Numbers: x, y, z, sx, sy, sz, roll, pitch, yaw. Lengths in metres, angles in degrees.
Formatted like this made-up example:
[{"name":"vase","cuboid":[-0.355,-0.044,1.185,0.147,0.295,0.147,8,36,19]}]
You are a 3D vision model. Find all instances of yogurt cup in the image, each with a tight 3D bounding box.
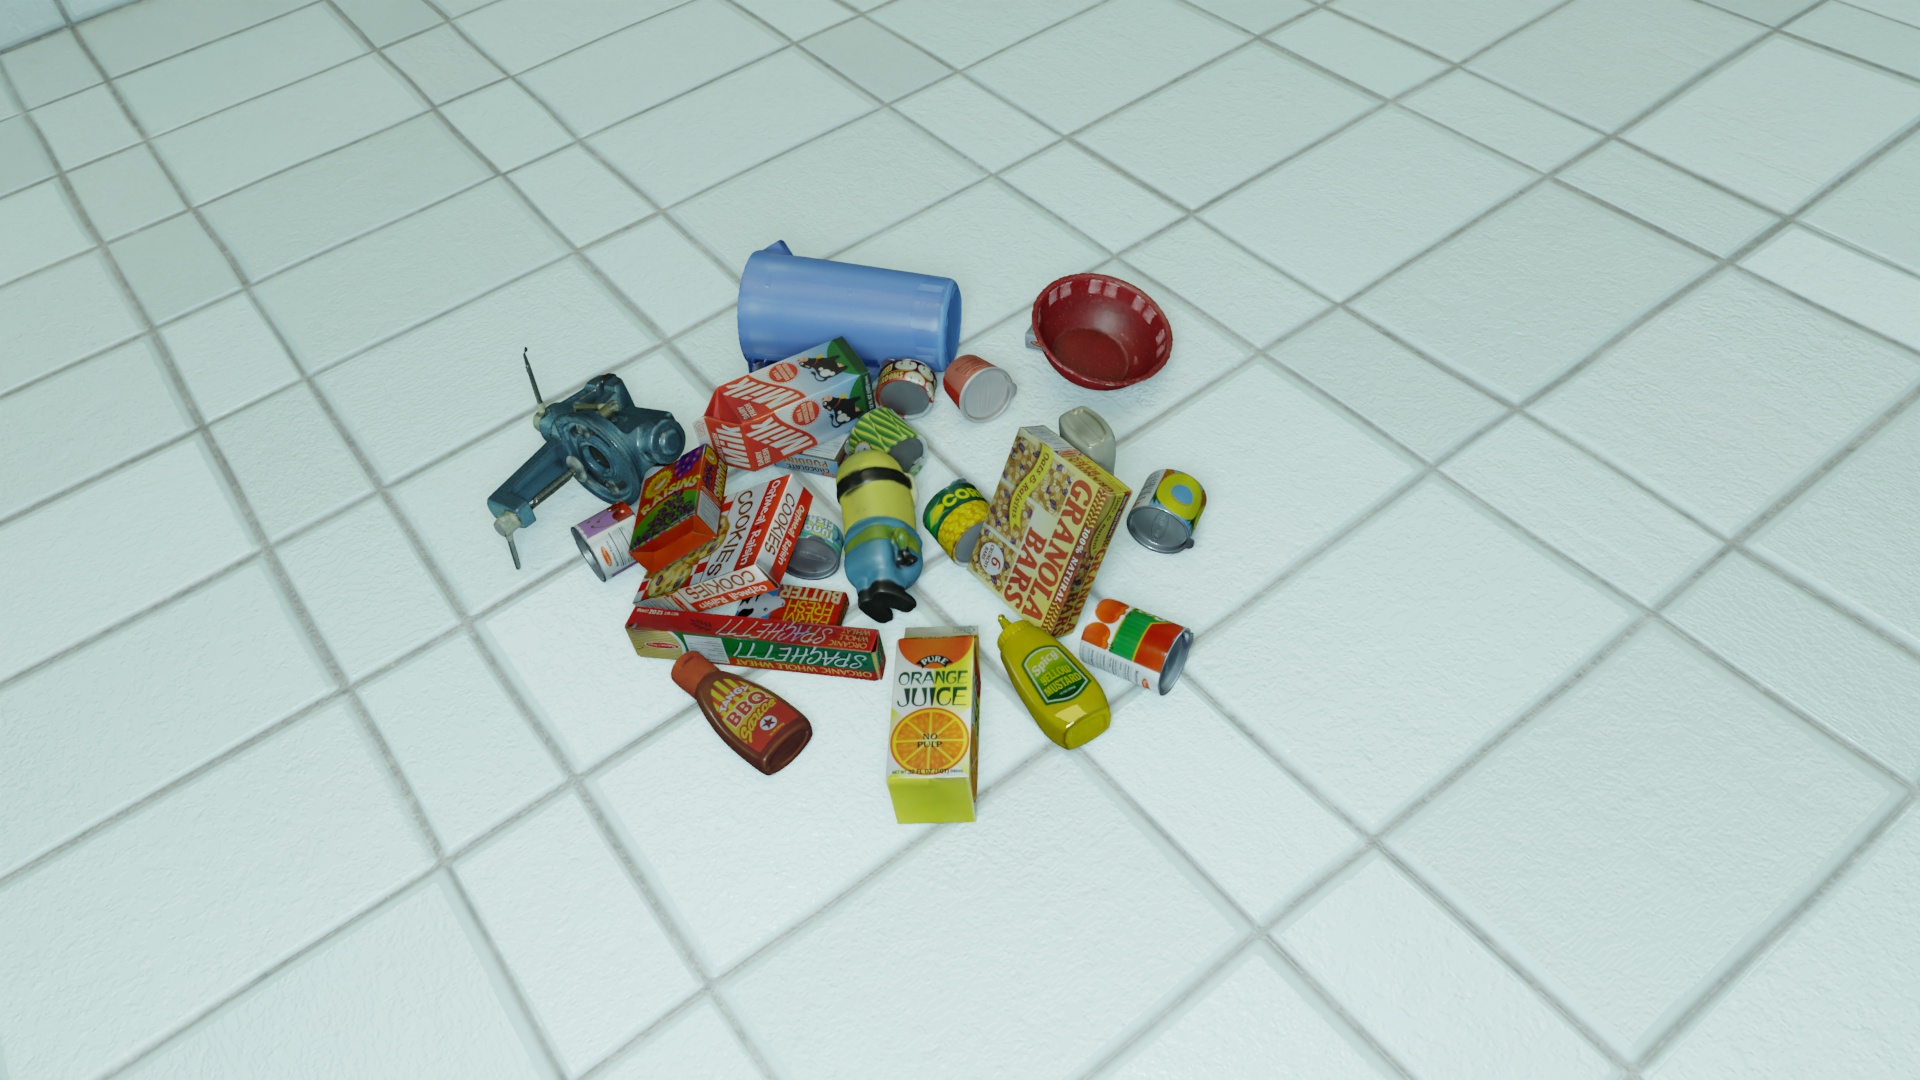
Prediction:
[{"name":"yogurt cup","cuboid":[0.017,-0.171,1.540,0.072,0.072,0.054,-27,42,-17]}]

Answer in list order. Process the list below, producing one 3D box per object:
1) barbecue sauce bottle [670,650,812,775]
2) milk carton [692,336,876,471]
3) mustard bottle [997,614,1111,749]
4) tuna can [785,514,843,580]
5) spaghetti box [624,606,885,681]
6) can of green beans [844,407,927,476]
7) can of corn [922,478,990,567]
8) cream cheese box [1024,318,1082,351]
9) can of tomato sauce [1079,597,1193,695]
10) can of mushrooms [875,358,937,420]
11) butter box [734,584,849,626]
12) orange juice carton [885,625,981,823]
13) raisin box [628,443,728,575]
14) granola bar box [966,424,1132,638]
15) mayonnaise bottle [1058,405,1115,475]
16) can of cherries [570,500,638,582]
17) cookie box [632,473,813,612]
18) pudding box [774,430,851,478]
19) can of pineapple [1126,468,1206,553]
[{"name":"barbecue sauce bottle","cuboid":[-0.208,0.154,1.285,0.149,0.043,0.065,32,60,31]},{"name":"milk carton","cuboid":[-0.192,-0.139,1.487,0.191,0.072,0.074,-25,50,-15]},{"name":"mustard bottle","cuboid":[0.074,0.119,1.278,0.065,0.048,0.161,-27,51,-17]},{"name":"tuna can","cuboid":[-0.151,0.005,1.394,0.071,0.070,0.033,0,48,7]},{"name":"spaghetti box","cuboid":[-0.195,0.099,1.329,0.250,0.050,0.029,5,50,11]},{"name":"can of green beans","cuboid":[-0.077,-0.100,1.484,0.071,0.071,0.058,-32,52,-20]},{"name":"can of corn","cuboid":[0.005,-0.018,1.396,0.071,0.070,0.058,-27,51,-17]},{"name":"cream cheese box","cuboid":[0.121,-0.260,1.632,0.053,0.024,0.104,18,53,20]},{"name":"can of tomato sauce","cuboid":[0.162,0.095,1.278,0.083,0.070,0.071,22,54,25]},{"name":"can of mushrooms","cuboid":[-0.062,-0.168,1.541,0.071,0.070,0.034,1,50,8]},{"name":"butter box","cuboid":[-0.166,0.071,1.368,0.103,0.024,0.053,6,50,12]},{"name":"orange juice carton","cuboid":[-0.021,0.152,1.245,0.072,0.072,0.194,-2,47,5]},{"name":"raisin box","cuboid":[-0.283,-0.033,1.398,0.086,0.040,0.124,-29,34,18]},{"name":"granola bar box","cuboid":[0.082,-0.009,1.320,0.039,0.164,0.124,-10,40,-44]},{"name":"mayonnaise bottle","cuboid":[0.126,-0.060,1.367,0.041,0.147,0.065,-25,50,-16]},{"name":"can of cherries","cuboid":[-0.359,-0.001,1.429,0.058,0.071,0.071,-33,52,-21]},{"name":"cookie box","cuboid":[-0.234,0.009,1.376,0.167,0.040,0.123,-16,40,31]},{"name":"pudding box","cuboid":[-0.160,-0.100,1.518,0.084,0.030,0.050,12,52,17]},{"name":"can of pineapple","cuboid":[0.208,-0.028,1.386,0.071,0.070,0.058,16,52,20]}]
